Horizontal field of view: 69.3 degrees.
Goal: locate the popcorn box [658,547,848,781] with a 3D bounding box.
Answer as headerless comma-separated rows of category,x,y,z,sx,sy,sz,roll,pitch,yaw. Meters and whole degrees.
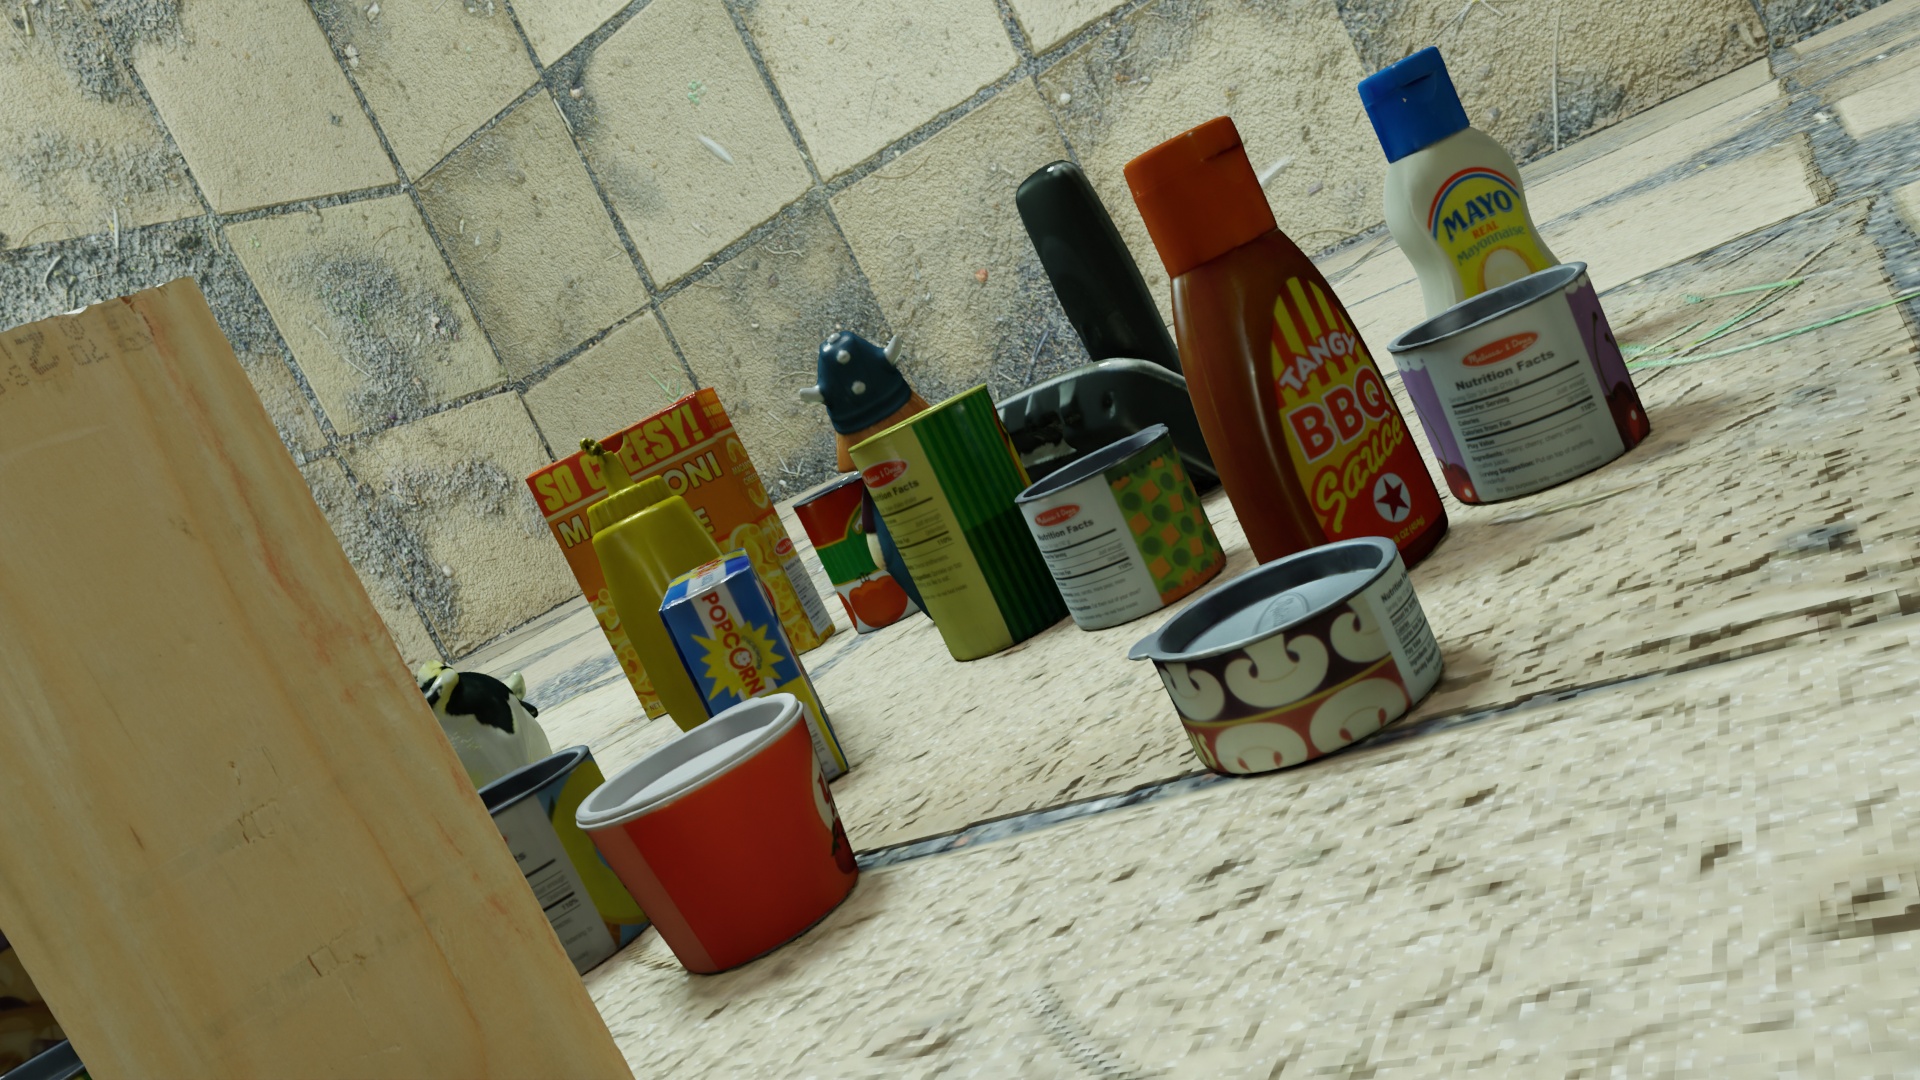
popcorn box,-0.084,0.051,0.556,0.038,0.085,0.126,-27,7,-8

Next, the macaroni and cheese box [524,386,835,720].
macaroni and cheese box,-0.168,0.008,0.839,0.123,0.166,0.040,-24,7,14

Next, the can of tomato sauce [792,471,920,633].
can of tomato sauce,-0.047,0.002,0.796,0.071,0.083,0.071,-26,7,3

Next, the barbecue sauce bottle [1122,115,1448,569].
barbecue sauce bottle,0.097,-0.056,0.432,0.065,0.148,0.043,-30,8,-31

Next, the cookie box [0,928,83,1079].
cookie box,-0.269,0.115,0.407,0.123,0.167,0.040,-31,8,-38

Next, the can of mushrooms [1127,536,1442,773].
can of mushrooms,0.080,0.028,0.345,0.071,0.033,0.071,-26,7,3

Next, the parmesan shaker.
parmesan shaker,0.002,-0.008,0.605,0.071,0.103,0.071,-26,7,3

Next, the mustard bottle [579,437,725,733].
mustard bottle,-0.137,0.020,0.661,0.065,0.160,0.049,-19,9,46

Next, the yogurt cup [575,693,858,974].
yogurt cup,-0.064,0.082,0.385,0.072,0.054,0.072,-26,7,3

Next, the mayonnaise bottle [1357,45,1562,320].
mayonnaise bottle,0.218,-0.138,0.602,0.065,0.148,0.041,-26,6,2

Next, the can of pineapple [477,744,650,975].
can of pineapple,-0.137,0.107,0.448,0.071,0.058,0.071,-26,7,3

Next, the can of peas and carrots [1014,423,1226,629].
can of peas and carrots,0.065,-0.006,0.549,0.071,0.058,0.071,-26,7,3

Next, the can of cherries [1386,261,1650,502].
can of cherries,0.185,-0.052,0.462,0.071,0.058,0.071,-26,7,3

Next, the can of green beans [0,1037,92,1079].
can of green beans,-0.225,0.163,0.354,0.071,0.057,0.071,-26,7,3
